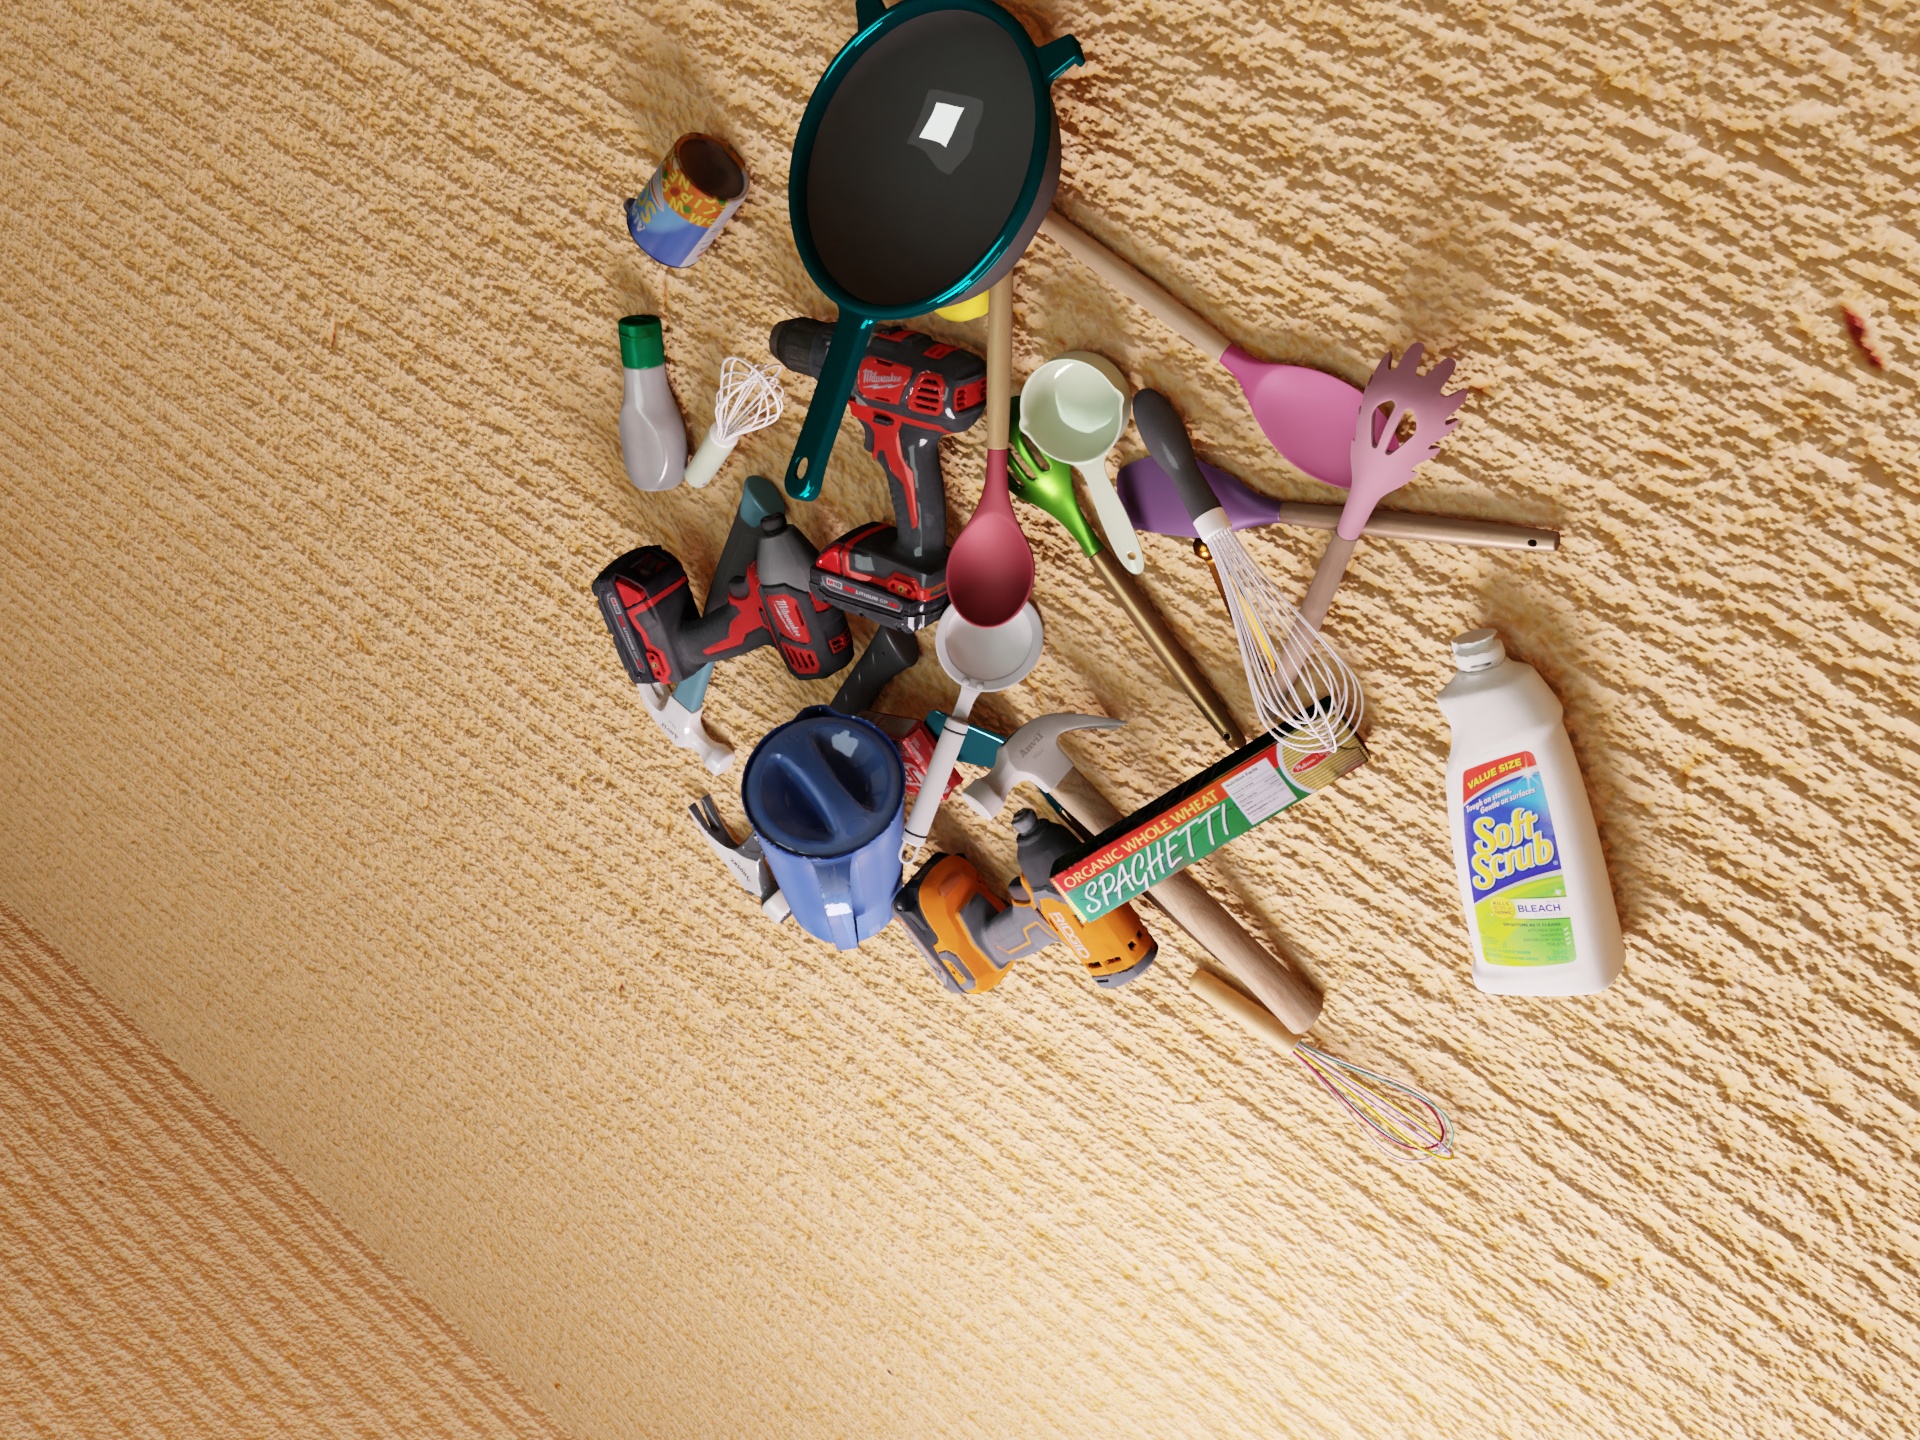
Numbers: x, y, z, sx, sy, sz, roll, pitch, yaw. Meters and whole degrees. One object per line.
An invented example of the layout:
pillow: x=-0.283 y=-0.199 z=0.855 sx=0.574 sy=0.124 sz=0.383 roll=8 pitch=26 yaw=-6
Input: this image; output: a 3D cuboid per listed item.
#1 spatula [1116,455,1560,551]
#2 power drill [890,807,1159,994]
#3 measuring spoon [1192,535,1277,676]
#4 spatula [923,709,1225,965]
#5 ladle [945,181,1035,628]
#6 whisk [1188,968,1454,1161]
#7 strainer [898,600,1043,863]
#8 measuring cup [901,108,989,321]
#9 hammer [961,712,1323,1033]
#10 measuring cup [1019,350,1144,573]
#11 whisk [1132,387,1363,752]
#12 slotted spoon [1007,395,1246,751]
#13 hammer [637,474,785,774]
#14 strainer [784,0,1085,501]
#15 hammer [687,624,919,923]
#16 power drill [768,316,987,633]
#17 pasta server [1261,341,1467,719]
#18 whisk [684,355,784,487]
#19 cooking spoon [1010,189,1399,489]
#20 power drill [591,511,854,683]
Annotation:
spatula: x=0.241 y=-0.139 z=1.068 sx=0.316 sy=0.018 sz=0.059 roll=13 pitch=119 yaw=34
power drill: x=0.043 y=0.153 z=1.343 sx=0.226 sy=0.084 sz=0.164 roll=-17 pitch=113 yaw=50
measuring spoon: x=0.198 y=-0.081 z=1.144 sx=0.021 sy=0.011 sz=0.117 roll=-21 pitch=102 yaw=45
spatula: x=0.097 y=0.098 z=1.311 sx=0.317 sy=0.044 sz=0.082 roll=42 pitch=154 yaw=12
ladle: x=0.026 y=-0.222 z=1.147 sx=0.069 sy=0.031 sz=0.315 roll=7 pitch=109 yaw=16
whisk: x=0.287 y=0.274 z=1.275 sx=0.245 sy=0.047 sz=0.051 roll=33 pitch=134 yaw=23
strainer: x=-0.002 y=-0.004 z=1.276 sx=0.086 sy=0.050 sz=0.258 roll=19 pitch=98 yaw=-13
measuring cup: x=-0.021 y=-0.359 z=1.133 sx=0.062 sy=0.029 sz=0.156 roll=-9 pitch=112 yaw=42
hammer: x=0.161 y=0.122 z=1.248 sx=0.331 sy=0.130 sz=0.031 roll=43 pitch=166 yaw=-6
measuring cup: x=0.102 y=-0.185 z=1.138 sx=0.083 sy=0.038 sz=0.167 roll=-12 pitch=114 yaw=32
whisk: x=0.186 y=-0.104 z=1.077 sx=0.070 sy=0.070 sz=0.285 roll=-40 pitch=71 yaw=46
slotted spoon: x=0.118 y=-0.105 z=1.185 sx=0.070 sy=0.031 sz=0.314 roll=-34 pitch=94 yaw=41
hammer: x=-0.223 y=-0.091 z=1.466 sx=0.128 sy=0.033 sz=0.330 roll=40 pitch=134 yaw=11
strainer: x=-0.030 y=-0.304 z=1.073 sx=0.211 sy=0.095 sz=0.340 roll=30 pitch=106 yaw=34
hammer: x=-0.141 y=0.037 z=1.479 sx=0.149 sy=0.036 sz=0.408 roll=46 pitch=135 yaw=8
power drill: x=-0.070 y=-0.200 z=1.245 sx=0.188 sy=0.080 sz=0.226 roll=22 pitch=125 yaw=28
pasta server: x=0.251 y=-0.108 z=1.052 sx=0.060 sy=0.040 sz=0.316 roll=32 pitch=143 yaw=17
whisk: x=-0.191 y=-0.237 z=1.295 sx=0.059 sy=0.058 sz=0.246 roll=46 pitch=158 yaw=-7
cooking spoon: x=0.157 y=-0.261 z=1.060 sx=0.319 sy=0.017 sz=0.068 roll=40 pitch=133 yaw=12
power drill: x=-0.202 y=-0.103 z=1.370 sx=0.220 sy=0.078 sz=0.143 roll=-2 pitch=118 yaw=32
